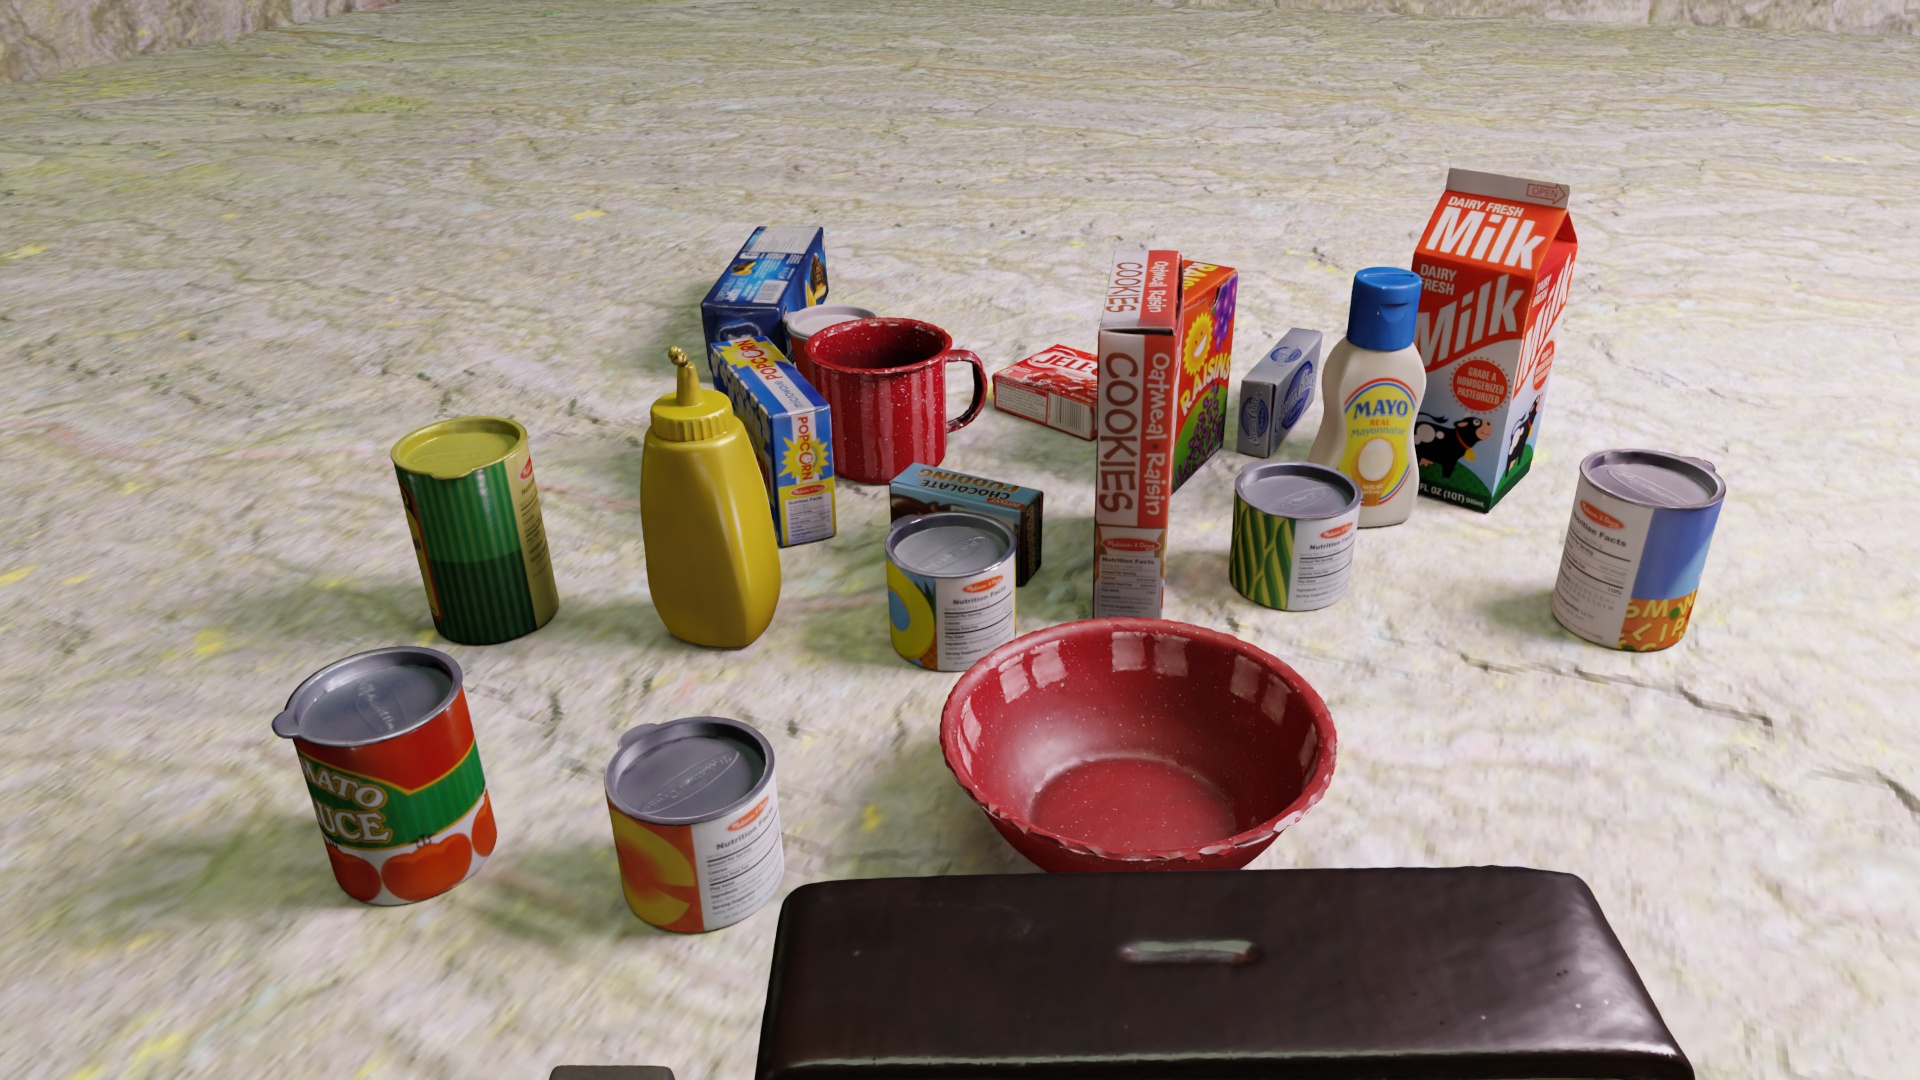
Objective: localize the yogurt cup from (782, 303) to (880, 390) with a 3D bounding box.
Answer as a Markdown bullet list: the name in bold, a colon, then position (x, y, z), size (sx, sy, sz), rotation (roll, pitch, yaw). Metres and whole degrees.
- **yogurt cup**: position (-0.089, -0.134, 0.996), size (0.072, 0.053, 0.073), rotation (-1, 29, 1)

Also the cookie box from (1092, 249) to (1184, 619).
- **cookie box**: position (0.094, -0.056, 0.736), size (0.040, 0.166, 0.123), rotation (3, 29, 8)

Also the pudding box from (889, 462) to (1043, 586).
- **pudding box**: position (0.003, -0.010, 0.777), size (0.084, 0.049, 0.030), rotation (13, 32, 23)

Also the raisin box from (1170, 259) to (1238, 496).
- **raisin box**: position (0.135, -0.101, 0.860), size (0.040, 0.122, 0.086), rotation (16, 34, 29)

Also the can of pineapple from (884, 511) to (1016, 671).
- **can of pineapple**: position (-0.005, 0.024, 0.708), size (0.071, 0.057, 0.071), rotation (-1, 29, 1)

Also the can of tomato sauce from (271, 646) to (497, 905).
- **can of tomato sauce**: position (-0.231, 0.096, 0.565), size (0.071, 0.082, 0.071), rotation (-1, 29, 1)

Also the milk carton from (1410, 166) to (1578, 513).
- **milk carton**: position (0.307, -0.121, 0.819), size (0.072, 0.189, 0.074), rotation (20, 36, 34)

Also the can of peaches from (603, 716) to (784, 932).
- **can of peaches**: position (-0.107, 0.112, 0.557), size (0.071, 0.057, 0.071), rotation (-1, 29, 1)

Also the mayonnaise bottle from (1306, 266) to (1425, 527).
- **mayonnaise bottle**: position (0.234, -0.080, 0.792), size (0.065, 0.147, 0.041), rotation (-2, 29, -1)

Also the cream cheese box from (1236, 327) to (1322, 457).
- **cream cheese box**: position (0.213, -0.099, 0.924), size (0.024, 0.053, 0.104), rotation (14, 33, 26)

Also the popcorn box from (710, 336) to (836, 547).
- **popcorn box**: position (-0.114, -0.062, 0.839), size (0.038, 0.084, 0.127), rotation (-13, 31, -20)

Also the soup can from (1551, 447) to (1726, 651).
- **soup can**: position (0.344, 0.004, 0.705), size (0.071, 0.083, 0.072), rotation (-1, 29, 1)

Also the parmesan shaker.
- **parmesan shaker**: position (-0.251, -0.004, 0.722), size (0.071, 0.102, 0.071), rotation (-1, 29, 1)

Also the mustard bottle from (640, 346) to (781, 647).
- **mustard bottle**: position (-0.128, -0.023, 0.694), size (0.065, 0.159, 0.049), rotation (8, 30, 16)

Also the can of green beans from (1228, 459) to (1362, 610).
- **can of green beans**: position (0.179, -0.003, 0.750), size (0.071, 0.057, 0.071), rotation (-1, 29, 1)
